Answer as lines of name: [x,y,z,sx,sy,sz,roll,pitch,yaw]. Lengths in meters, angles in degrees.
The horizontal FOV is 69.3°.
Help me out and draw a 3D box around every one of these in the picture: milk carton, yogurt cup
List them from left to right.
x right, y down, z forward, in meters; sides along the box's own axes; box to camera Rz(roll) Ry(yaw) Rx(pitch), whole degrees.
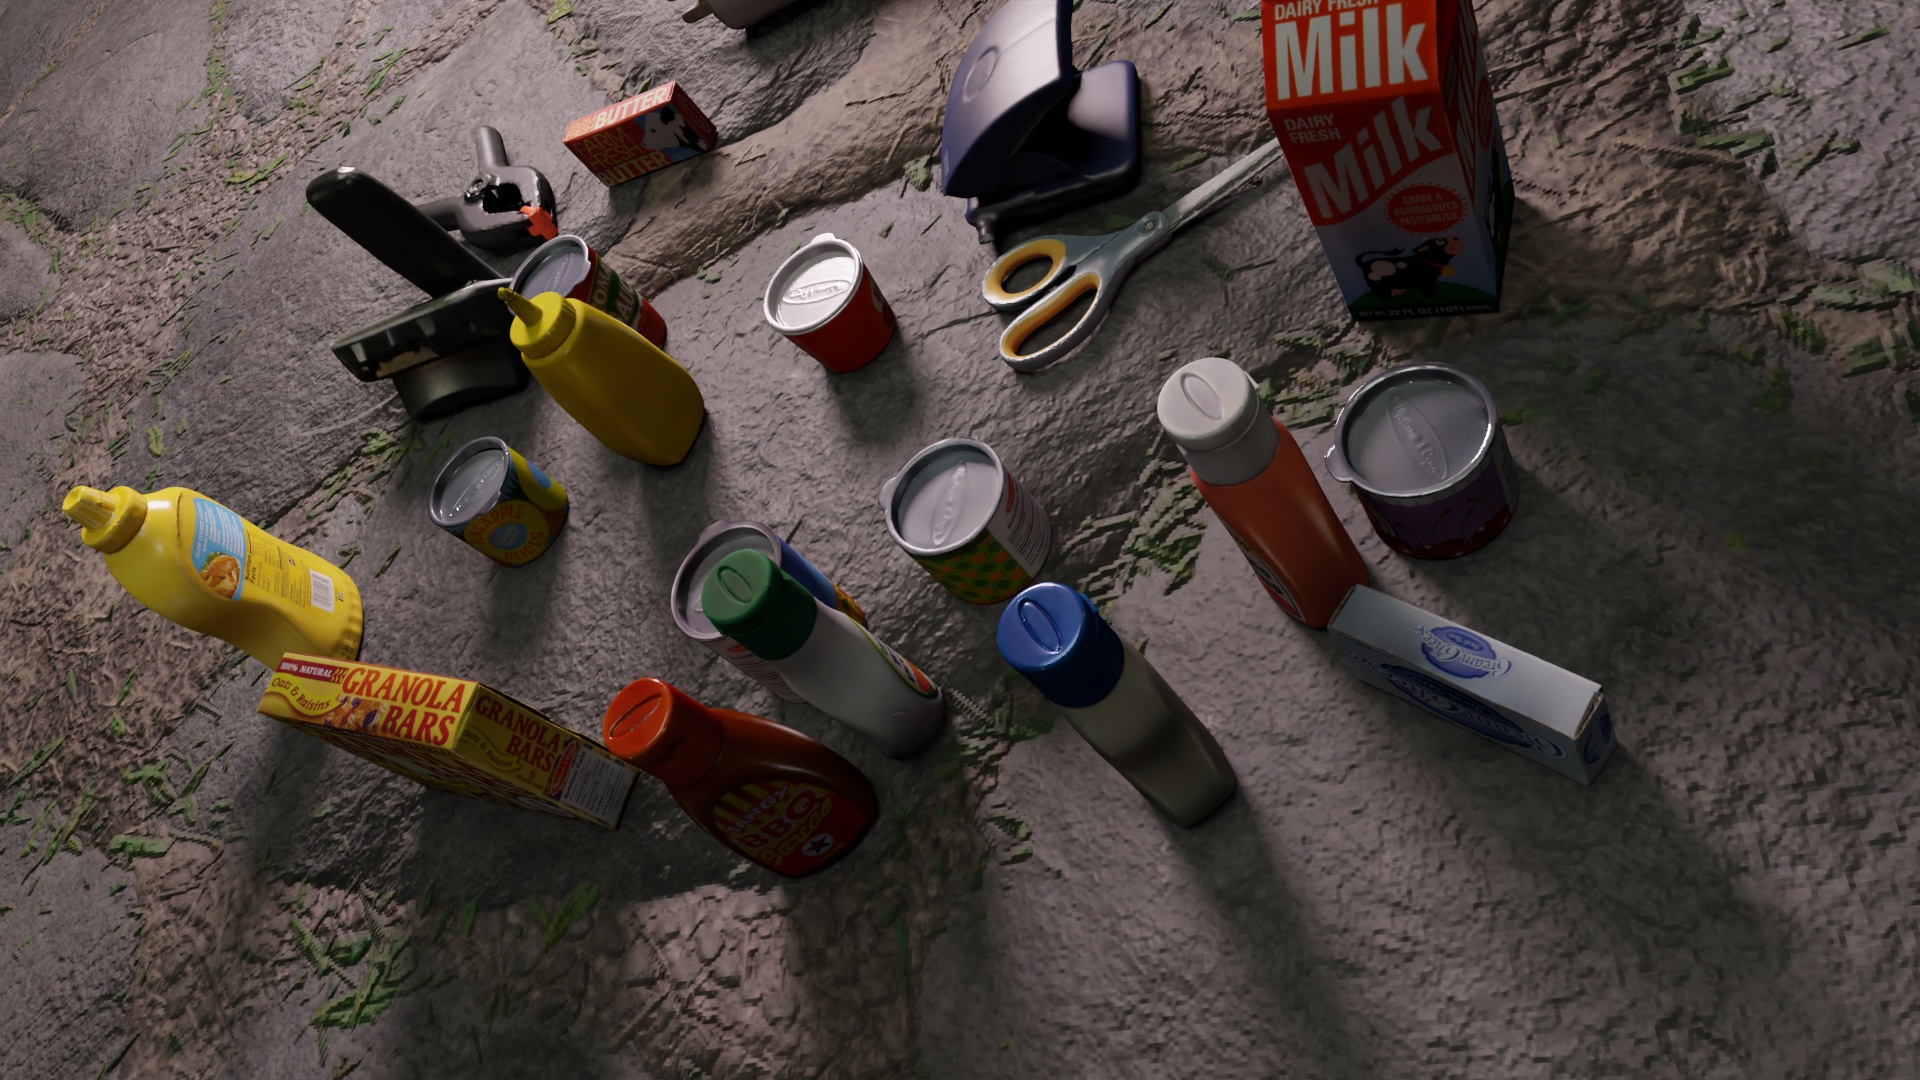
yogurt cup: [-0.076,-0.137,0.830,0.072,0.054,0.073,-15,55,23]
milk carton: [0.188,-0.182,0.607,0.072,0.190,0.074,1,63,32]

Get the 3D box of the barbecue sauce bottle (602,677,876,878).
barbecue sauce bottle: [-0.100,0.106,0.629,0.065,0.148,0.044,-38,49,6]

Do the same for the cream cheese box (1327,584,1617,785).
cream cheese box: [0.199,0.055,0.542,0.104,0.053,0.024,27,78,40]

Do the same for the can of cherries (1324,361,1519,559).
can of cherries: [0.198,-0.032,0.595,0.071,0.058,0.072,-15,55,23]

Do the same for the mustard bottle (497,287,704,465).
mustard bottle: [-0.218,-0.105,0.826,0.049,0.160,0.065,3,64,33]

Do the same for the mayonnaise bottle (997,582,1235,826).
mayonnaise bottle: [0.062,0.065,0.557,0.041,0.147,0.065,-40,49,4]

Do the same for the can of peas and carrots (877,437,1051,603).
can of peas and carrots: [0.002,-0.009,0.699,0.071,0.058,0.071,-15,55,23]

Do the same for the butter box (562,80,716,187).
butter box: [-0.239,-0.300,1.032,0.103,0.053,0.024,-11,57,26]

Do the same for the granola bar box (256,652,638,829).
granola bar box: [-0.276,0.107,0.752,0.165,0.124,0.039,3,64,33]

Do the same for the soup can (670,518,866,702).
soup can: [-0.097,0.036,0.715,0.071,0.083,0.071,-15,55,23]

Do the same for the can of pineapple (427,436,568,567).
can of pineapple: [-0.295,-0.023,0.889,0.071,0.057,0.071,-15,55,23]

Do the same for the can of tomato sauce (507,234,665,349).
can of tomato sauce: [-0.245,-0.151,0.923,0.071,0.083,0.071,-15,55,23]

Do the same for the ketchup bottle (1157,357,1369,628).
ketchup bottle: [0.125,-0.020,0.572,0.043,0.148,0.065,-36,49,7]

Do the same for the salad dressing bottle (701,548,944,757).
salad dressing bottle: [-0.061,0.053,0.639,0.044,0.147,0.064,-48,49,-2]
